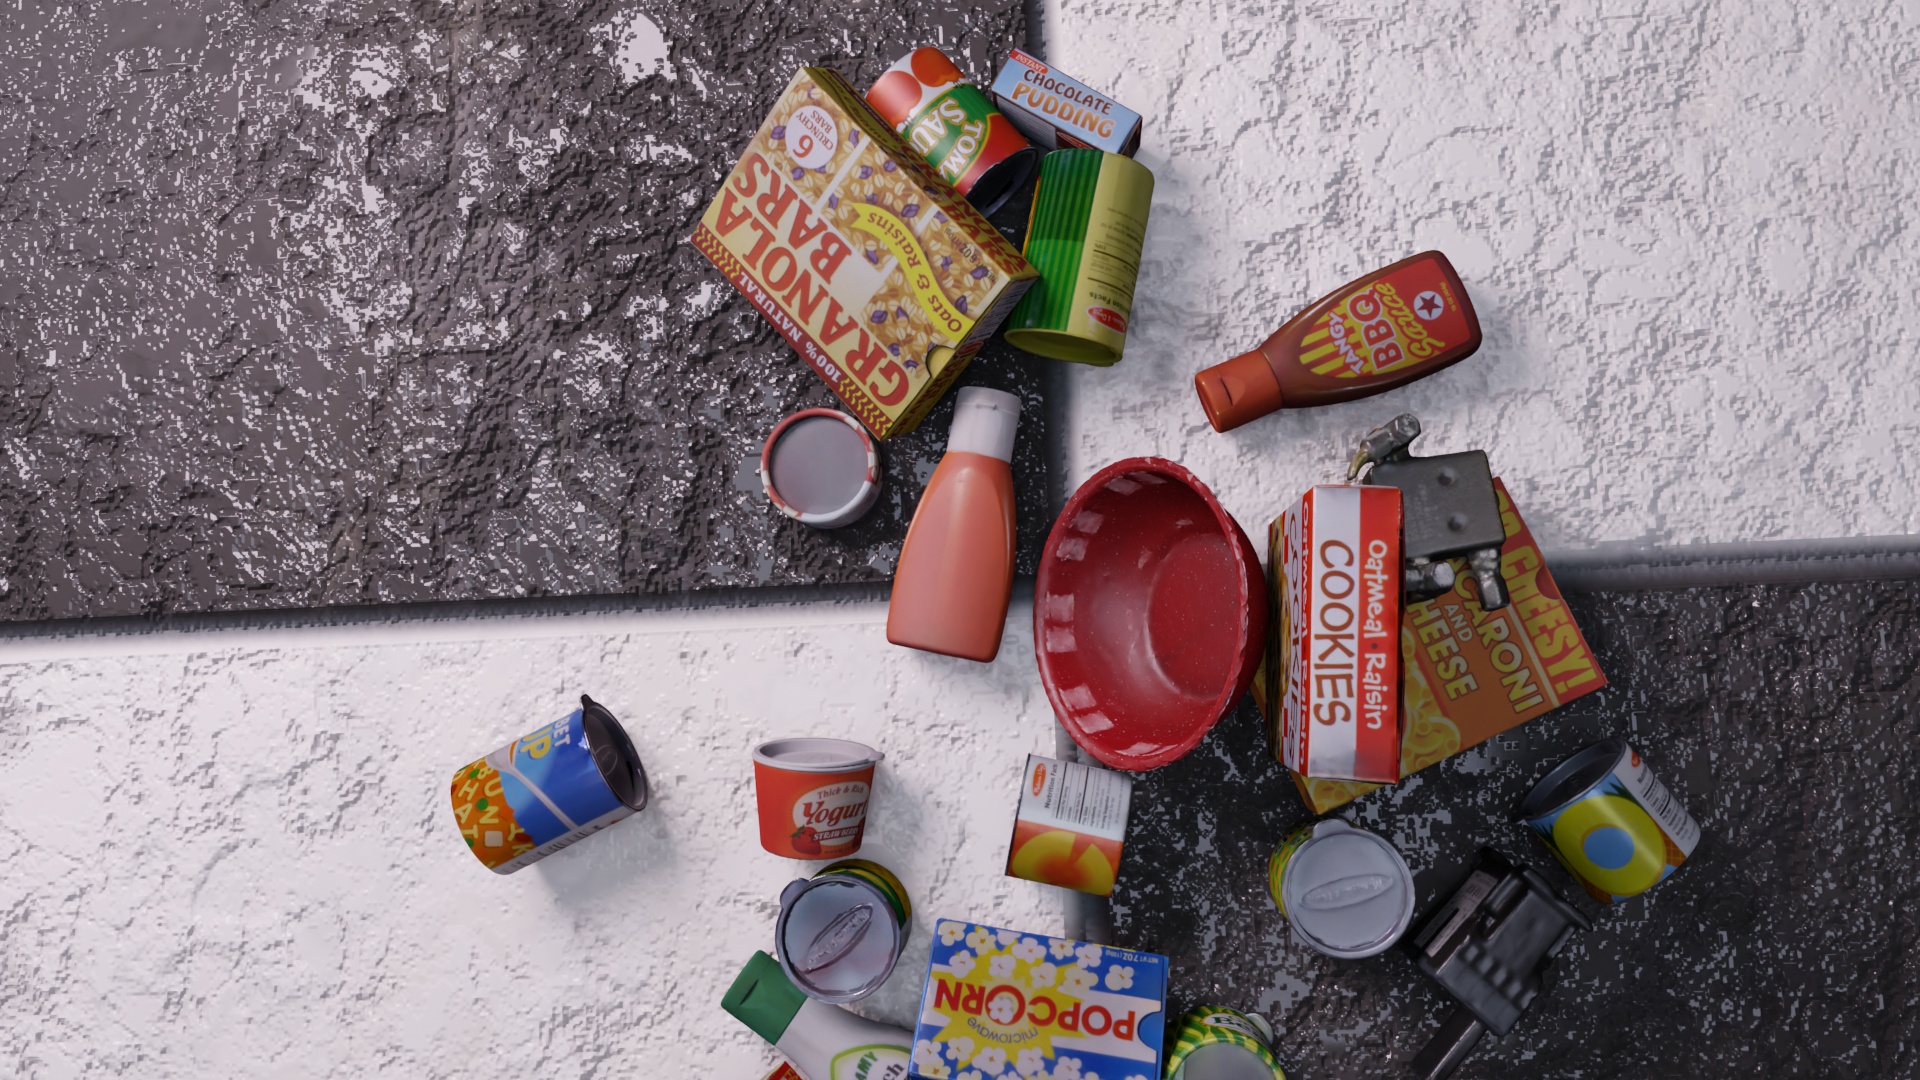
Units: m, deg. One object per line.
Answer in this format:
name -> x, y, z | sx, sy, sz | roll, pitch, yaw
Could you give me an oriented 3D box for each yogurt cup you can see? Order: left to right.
yogurt cup -> -0.080, 0.140, 0.754 | 0.072, 0.072, 0.054 | 3, 93, 5

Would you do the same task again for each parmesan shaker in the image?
parmesan shaker -> 0.068, -0.155, 0.770 | 0.071, 0.071, 0.103 | 11, 85, 5

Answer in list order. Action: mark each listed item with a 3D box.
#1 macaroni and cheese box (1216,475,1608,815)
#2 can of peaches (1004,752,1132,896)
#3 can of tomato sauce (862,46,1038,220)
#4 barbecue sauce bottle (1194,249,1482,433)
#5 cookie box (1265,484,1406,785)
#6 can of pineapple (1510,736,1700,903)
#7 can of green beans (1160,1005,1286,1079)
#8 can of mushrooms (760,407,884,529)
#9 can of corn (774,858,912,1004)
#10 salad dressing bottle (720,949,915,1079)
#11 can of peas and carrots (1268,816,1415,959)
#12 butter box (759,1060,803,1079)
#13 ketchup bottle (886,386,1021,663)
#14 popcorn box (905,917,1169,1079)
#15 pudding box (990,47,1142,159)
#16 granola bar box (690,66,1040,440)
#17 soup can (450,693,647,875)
macaroni and cheese box -> 0.239, 0.056, 0.746 | 0.166, 0.040, 0.124 | -25, 83, 2
can of peaches -> 0.058, 0.153, 0.741 | 0.058, 0.071, 0.071 | 10, 86, 5
can of tomato sauce -> -0.009, -0.224, 0.777 | 0.071, 0.071, 0.083 | -41, 83, 0
barbecue sauce bottle -> 0.204, -0.103, 0.763 | 0.148, 0.043, 0.065 | -23, 83, 3
cookie box -> 0.171, 0.045, 0.648 | 0.040, 0.167, 0.123 | 1, 85, 6
can of pineapple -> 0.334, 0.146, 0.719 | 0.071, 0.071, 0.058 | -40, 83, 0
can of green beans -> 0.135, 0.283, 0.725 | 0.071, 0.058, 0.071 | 0, 85, 4
can of mushrooms -> -0.079, -0.043, 0.785 | 0.071, 0.033, 0.071 | 0, 86, 5
can of corn -> -0.063, 0.207, 0.748 | 0.071, 0.058, 0.071 | 0, 85, 5
salad dressing bottle -> -0.060, 0.279, 0.748 | 0.148, 0.044, 0.064 | 34, 83, 7
can of peas and carrots -> 0.197, 0.178, 0.730 | 0.071, 0.058, 0.071 | 0, 84, 5
butter box -> -0.111, 0.326, 0.738 | 0.053, 0.024, 0.103 | 47, 114, 6
ketchup bottle -> 0.003, -0.010, 0.770 | 0.065, 0.043, 0.149 | 11, 86, 5
popcorn box -> 0.041, 0.253, 0.726 | 0.127, 0.038, 0.085 | 8, 50, 5
pudding box -> 0.060, -0.238, 0.784 | 0.084, 0.049, 0.030 | 31, 89, 7
granola bar box -> -0.056, -0.156, 0.761 | 0.165, 0.039, 0.123 | 47, 120, 9
soup can -> -0.226, 0.134, 0.763 | 0.084, 0.071, 0.071 | -26, 84, 2
